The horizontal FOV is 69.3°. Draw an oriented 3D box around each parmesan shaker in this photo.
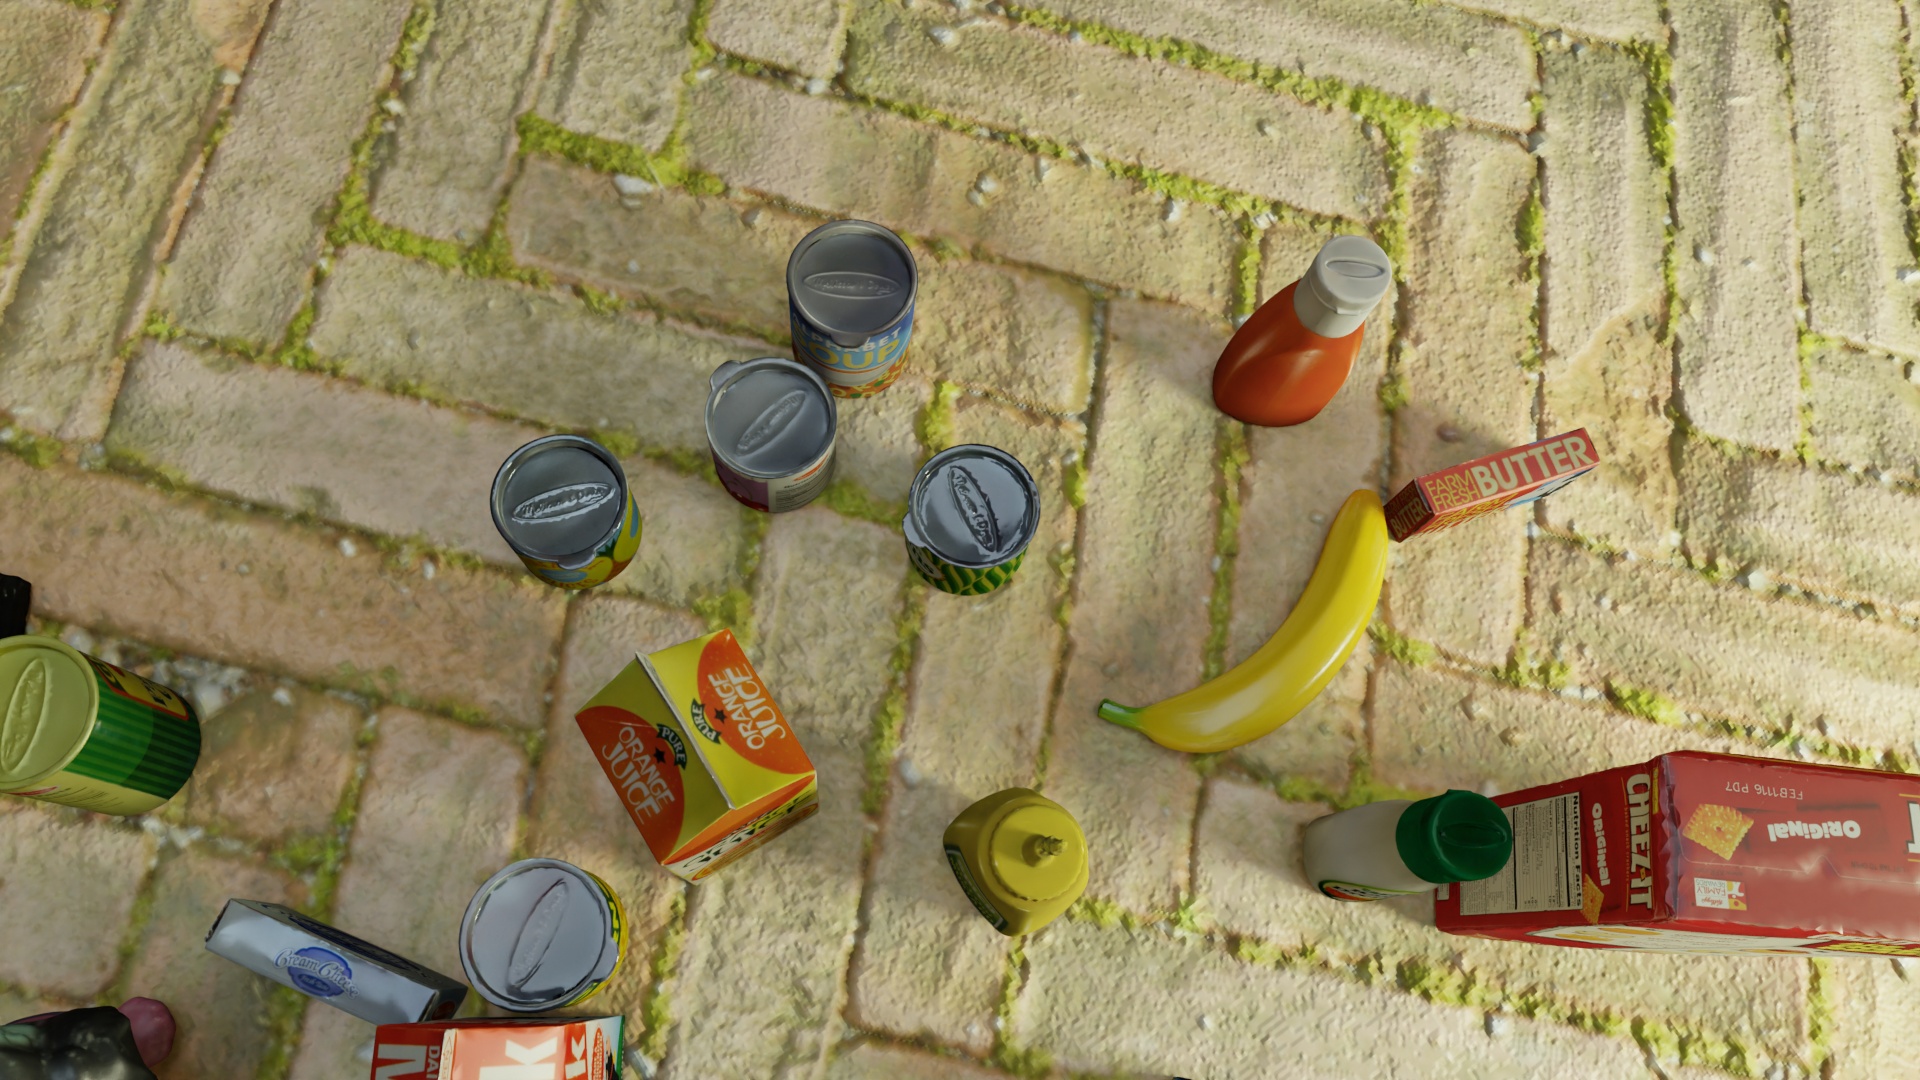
[{"bbox_3d":[-0.402,0.086,0.628,0.071,0.102,0.071,1,73,-5],"label":"parmesan shaker"}]

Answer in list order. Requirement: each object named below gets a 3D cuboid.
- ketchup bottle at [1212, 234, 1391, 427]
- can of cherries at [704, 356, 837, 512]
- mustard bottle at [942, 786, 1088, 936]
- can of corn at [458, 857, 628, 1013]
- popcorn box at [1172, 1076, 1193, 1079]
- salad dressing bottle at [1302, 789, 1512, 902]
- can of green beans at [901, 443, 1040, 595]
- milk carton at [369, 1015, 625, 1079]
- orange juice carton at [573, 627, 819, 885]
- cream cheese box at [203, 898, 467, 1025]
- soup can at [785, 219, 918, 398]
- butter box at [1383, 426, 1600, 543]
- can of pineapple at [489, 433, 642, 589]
[{"bbox_3d":[0.178,-0.105,0.716,0.065,0.148,0.043,6,73,-3],"label":"ketchup bottle"},{"bbox_3d":[-0.099,-0.056,0.723,0.071,0.058,0.071,1,73,-5],"label":"can of cherries"},{"bbox_3d":[0.027,0.141,0.619,0.049,0.159,0.065,-33,78,-13],"label":"mustard bottle"},{"bbox_3d":[-0.187,0.183,0.640,0.071,0.058,0.071,1,73,-5],"label":"can of corn"},{"bbox_3d":[0.158,0.284,0.625,0.127,0.085,0.038,20,72,2],"label":"popcorn box"},{"bbox_3d":[0.204,0.142,0.641,0.064,0.147,0.044,5,73,-4],"label":"salad dressing bottle"},{"bbox_3d":[0.005,-0.009,0.718,0.071,0.057,0.071,1,73,-5],"label":"can of green beans"},{"bbox_3d":[-0.186,0.229,0.556,0.073,0.190,0.072,1,73,-5],"label":"milk carton"},{"bbox_3d":[-0.110,0.096,0.604,0.073,0.192,0.072,-30,78,-13],"label":"orange juice carton"},{"bbox_3d":[-0.281,0.194,0.631,0.104,0.053,0.024,23,73,2],"label":"cream cheese box"},{"bbox_3d":[-0.058,-0.117,0.733,0.071,0.083,0.071,1,73,-5],"label":"soup can"},{"bbox_3d":[0.286,-0.029,0.752,0.104,0.053,0.024,-16,75,-10],"label":"butter box"},{"bbox_3d":[-0.197,-0.011,0.701,0.071,0.057,0.071,1,73,-5],"label":"can of pineapple"}]
